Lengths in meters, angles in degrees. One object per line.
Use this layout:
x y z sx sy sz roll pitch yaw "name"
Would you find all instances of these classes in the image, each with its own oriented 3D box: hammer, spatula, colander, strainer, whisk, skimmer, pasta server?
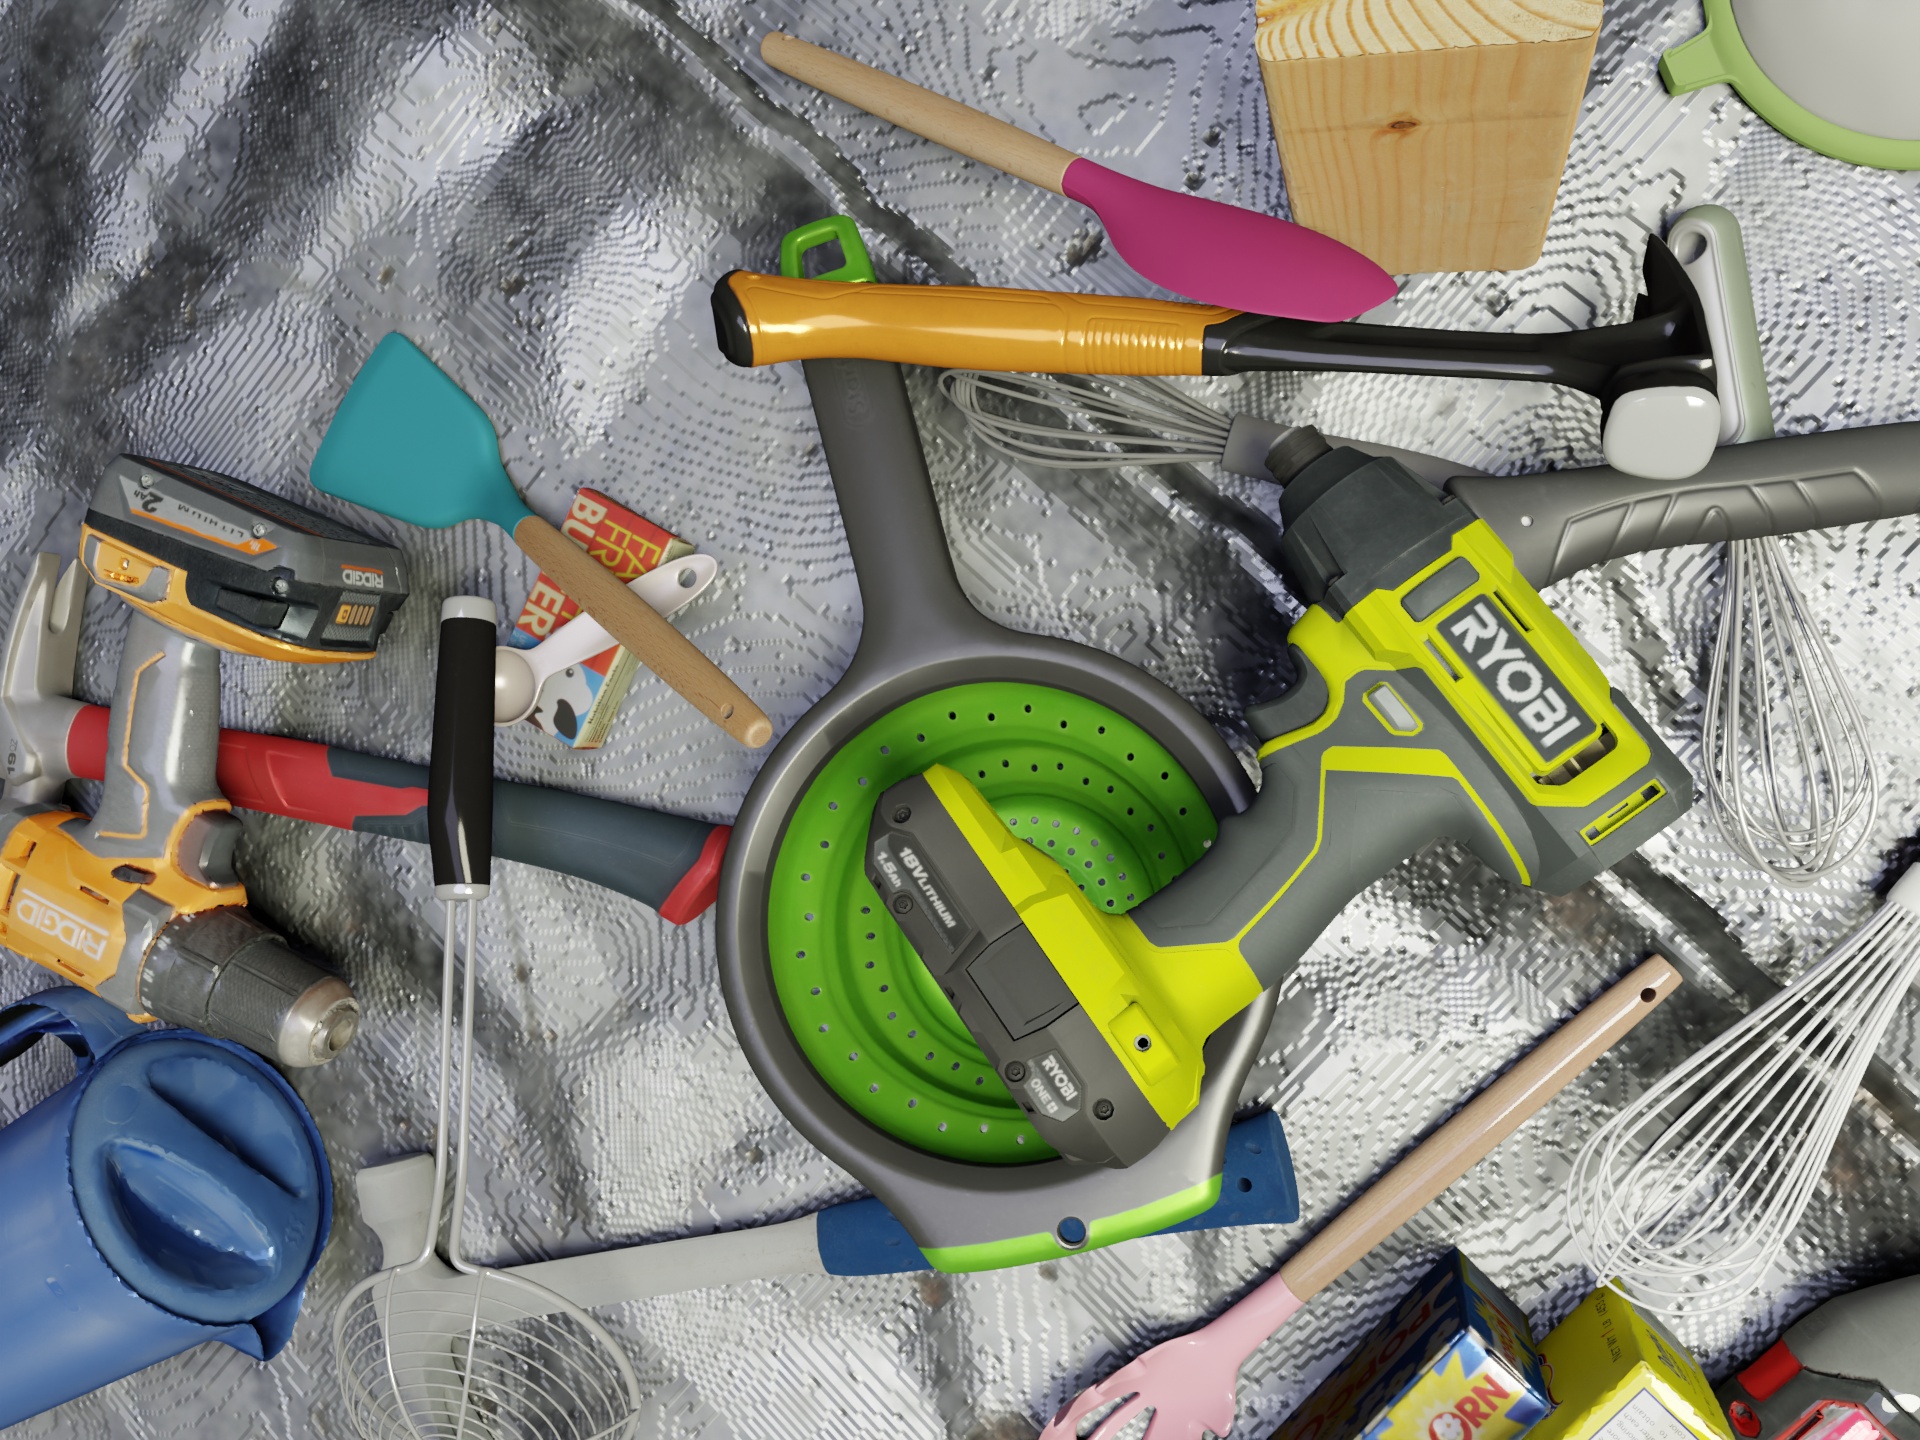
0.329 -0.091 0.521 0.335 0.035 0.146 -8 86 5 "hammer"
-0.175 -0.070 0.655 0.318 0.044 0.082 36 97 39 "spatula"
-0.064 0.223 0.656 0.405 0.035 0.144 -14 85 15 "hammer"
0.076 -0.136 0.550 0.337 0.127 0.034 6 127 14 "hammer"
-0.001 -0.002 0.616 0.204 0.094 0.397 -16 78 9 "colander"
0.380 -0.246 0.521 0.256 0.069 0.151 29 97 16 "strainer"
0.311 0.087 0.545 0.070 0.070 0.284 40 94 13 "whisk"
-0.194 0.134 0.657 0.127 0.090 0.363 -4 79 12 "skimmer"
0.146 0.199 0.596 0.316 0.040 0.060 -44 94 9 "pasta server"
0.278 -0.064 0.560 0.058 0.059 0.246 -17 76 59 "whisk"
0.105 -0.105 0.613 0.239 0.055 0.055 17 93 11 "whisk"
-0.275 0.016 0.721 0.386 0.038 0.143 9 90 16 "hammer"

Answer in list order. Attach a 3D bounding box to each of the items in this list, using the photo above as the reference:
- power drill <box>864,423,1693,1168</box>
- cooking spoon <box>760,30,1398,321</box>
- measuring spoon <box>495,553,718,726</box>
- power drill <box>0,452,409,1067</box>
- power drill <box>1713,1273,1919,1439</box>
0.088 0.021 0.508 0.223 0.080 0.171 -35 75 -2 "power drill"
0.025 -0.212 0.596 0.319 0.069 0.017 36 142 34 "cooking spoon"
-0.154 -0.036 0.675 0.124 0.018 0.034 -29 85 6 "measuring spoon"
-0.310 0.023 0.671 0.185 0.084 0.226 23 97 16 "power drill"
0.351 0.292 0.517 0.220 0.078 0.143 45 100 15 "power drill"
